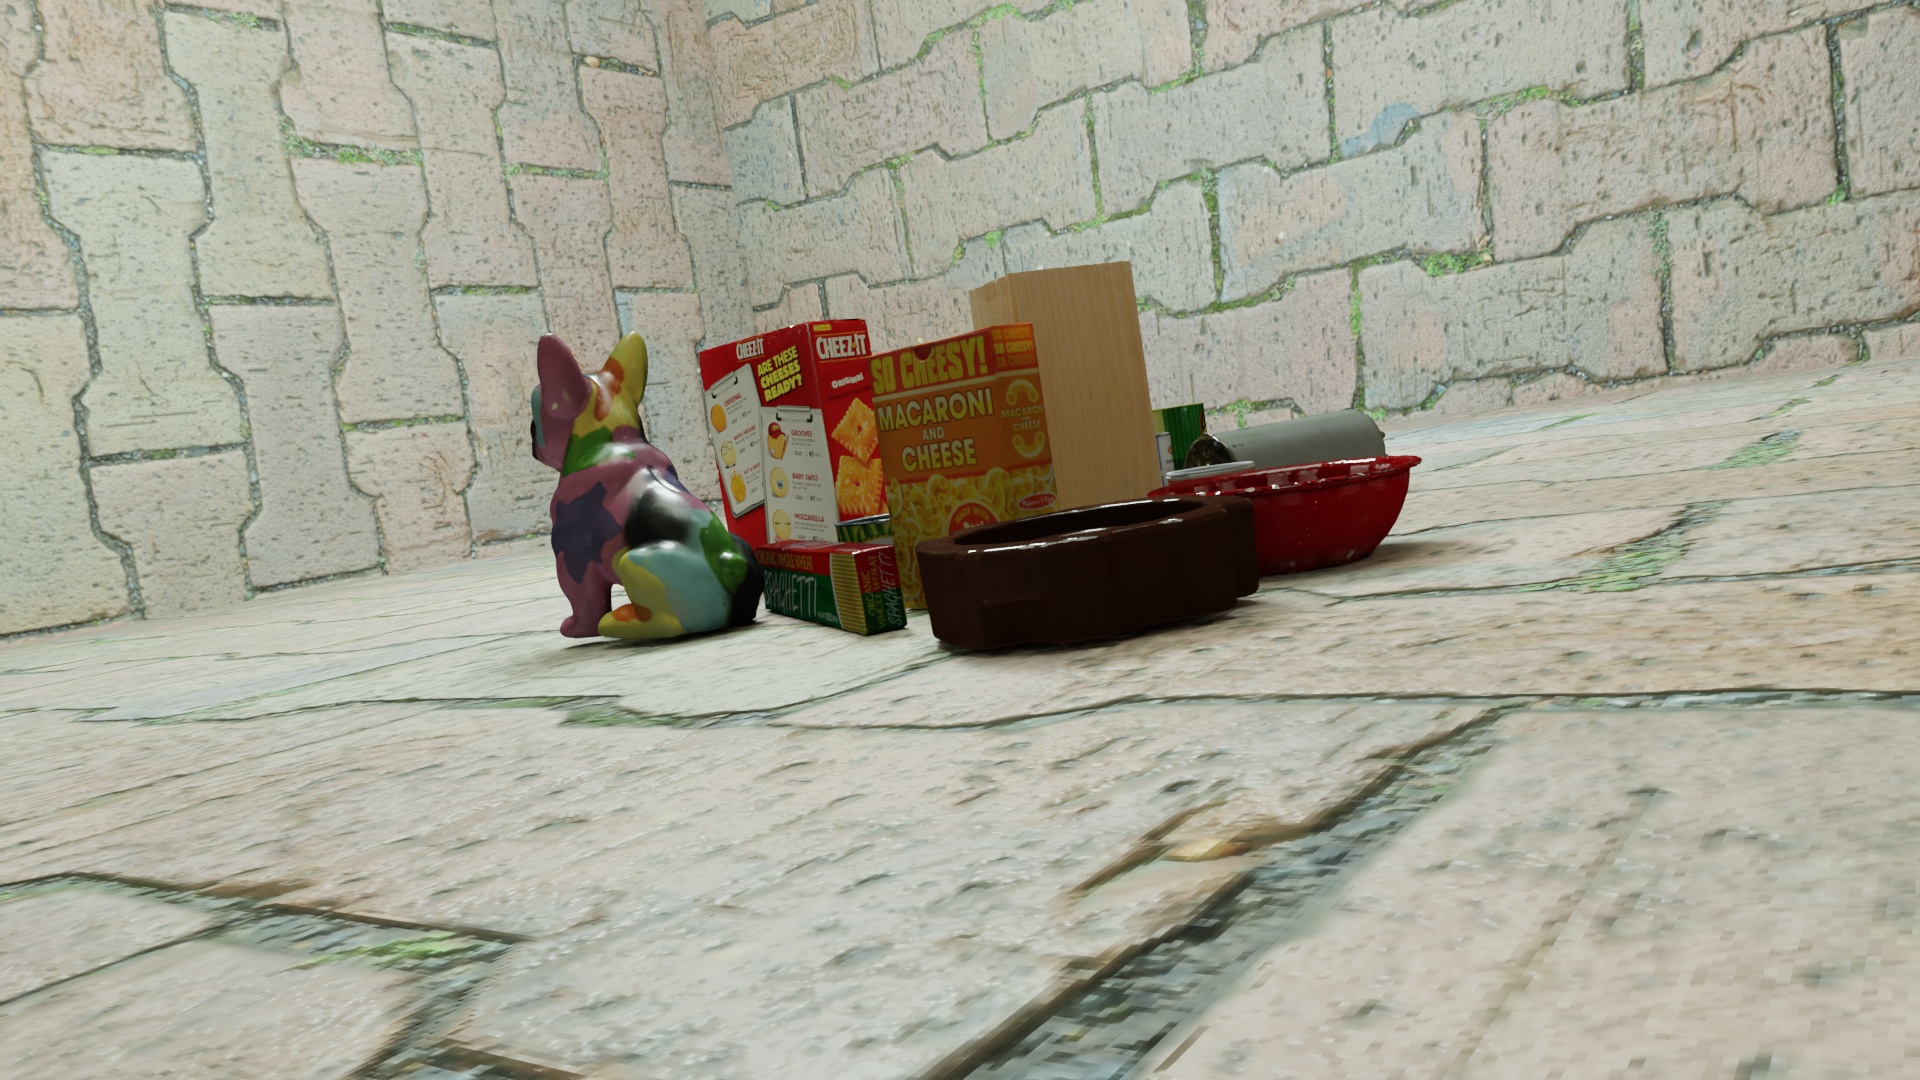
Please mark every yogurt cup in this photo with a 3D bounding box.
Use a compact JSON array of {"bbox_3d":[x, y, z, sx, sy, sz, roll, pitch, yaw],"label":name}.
[{"bbox_3d":[0.195,-0.030,1.065,0.072,0.054,0.072,-9,4,1],"label":"yogurt cup"}]

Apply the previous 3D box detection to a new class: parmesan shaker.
[{"bbox_3d":[0.213,-0.081,1.372,0.071,0.103,0.071,-9,4,1],"label":"parmesan shaker"}]

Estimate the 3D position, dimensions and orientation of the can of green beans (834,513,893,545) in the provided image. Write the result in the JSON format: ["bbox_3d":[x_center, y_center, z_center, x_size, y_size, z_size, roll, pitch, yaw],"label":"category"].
[{"bbox_3d":[-0.053,0.012,0.990,0.071,0.057,0.071,-9,4,1],"label":"can of green beans"}]

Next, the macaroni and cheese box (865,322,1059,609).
[{"bbox_3d":[0.003,-0.042,0.856,0.040,0.166,0.123,-12,5,-40],"label":"macaroni and cheese box"}]

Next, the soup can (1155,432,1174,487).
[{"bbox_3d":[0.141,-0.042,1.133,0.071,0.083,0.071,-9,4,1],"label":"soup can"}]

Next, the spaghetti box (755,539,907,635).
[{"bbox_3d":[-0.091,0.027,0.915,0.029,0.050,0.250,-10,4,-21],"label":"spaghetti box"}]
